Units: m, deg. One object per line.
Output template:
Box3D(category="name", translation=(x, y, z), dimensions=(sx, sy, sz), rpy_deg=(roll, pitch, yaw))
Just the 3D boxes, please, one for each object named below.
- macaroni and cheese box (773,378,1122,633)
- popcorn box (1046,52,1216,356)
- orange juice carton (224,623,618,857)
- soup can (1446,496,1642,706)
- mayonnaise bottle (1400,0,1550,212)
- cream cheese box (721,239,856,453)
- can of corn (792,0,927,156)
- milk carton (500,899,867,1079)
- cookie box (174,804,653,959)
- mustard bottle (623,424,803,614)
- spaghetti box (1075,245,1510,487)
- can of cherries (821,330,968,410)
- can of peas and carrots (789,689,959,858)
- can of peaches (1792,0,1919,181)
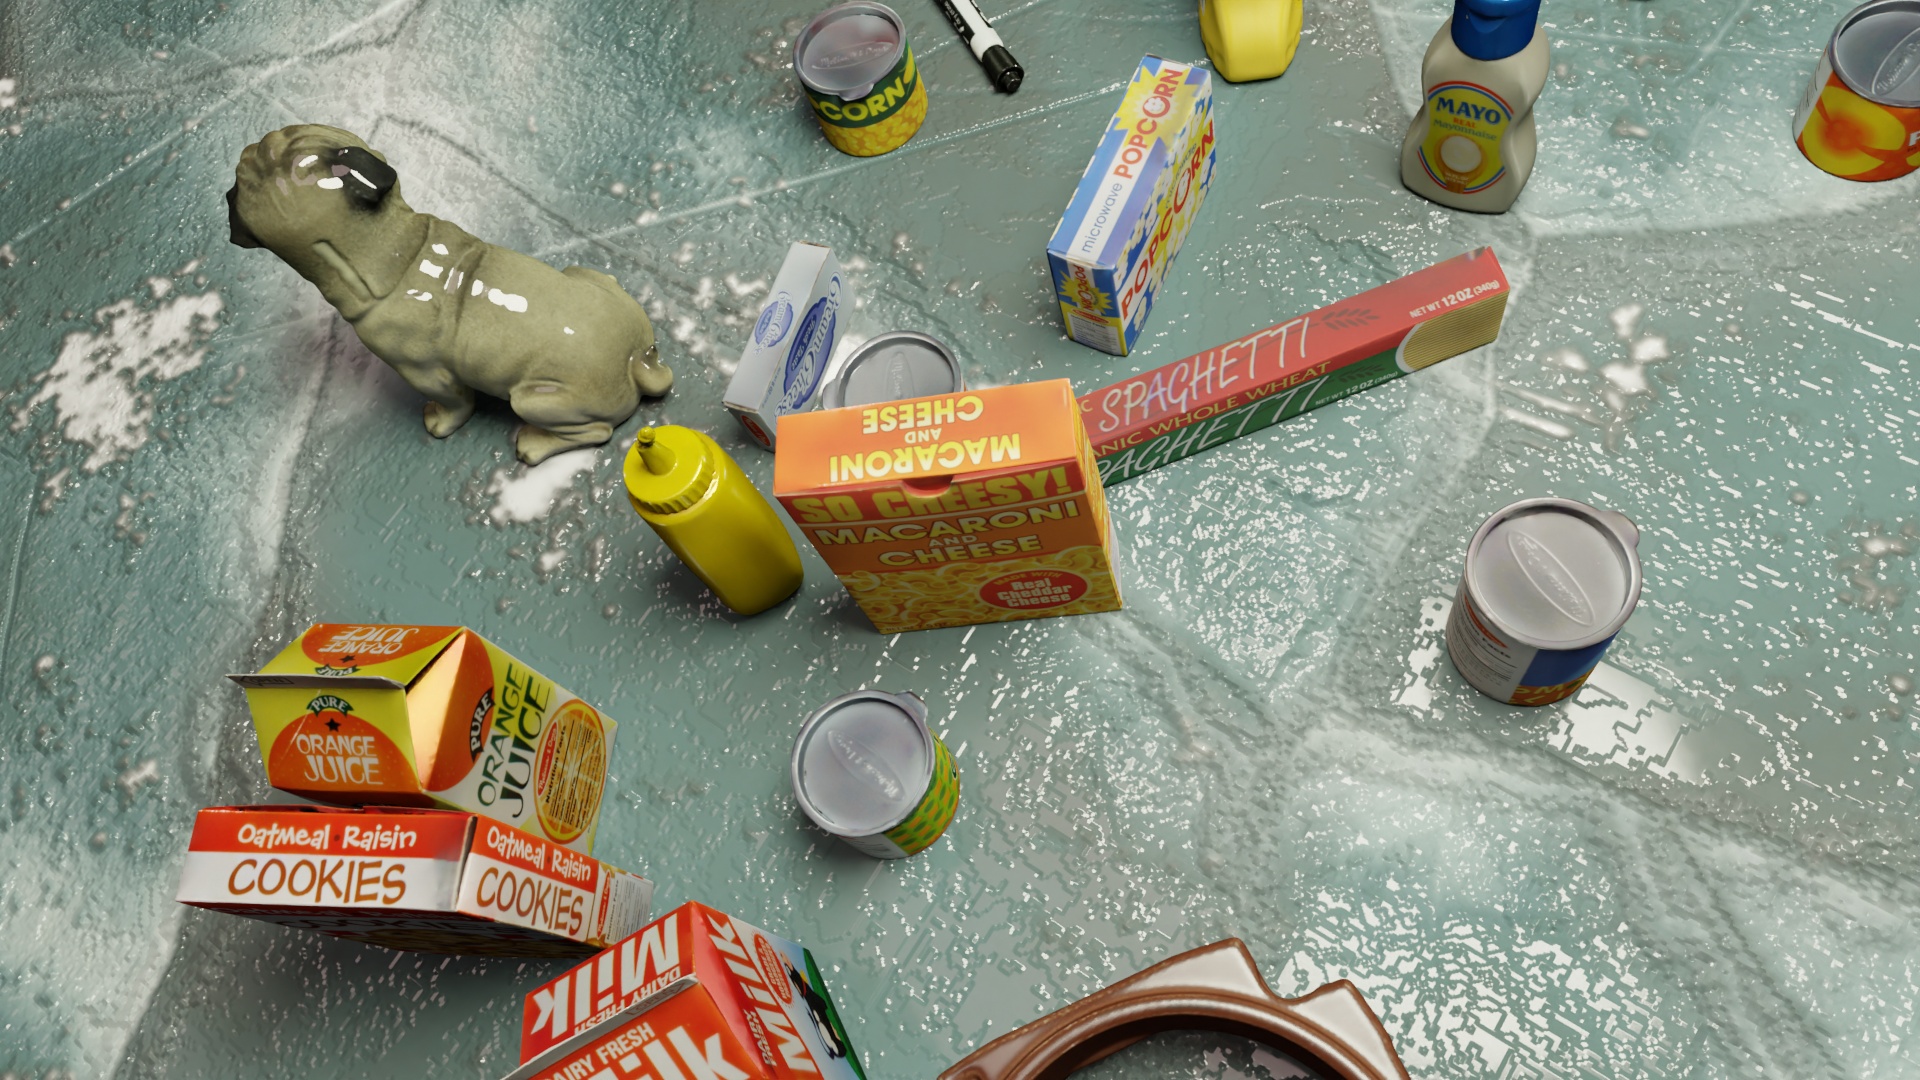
Box3D(category="macaroni and cheese box", translation=(0.002, -0.008, 0.617), dimensions=(0.124, 0.166, 0.040), rpy_deg=(-7, 66, 10))
Box3D(category="popcorn box", translation=(0.090, -0.170, 0.714), dimensions=(0.038, 0.085, 0.127), rpy_deg=(20, 73, 20))
Box3D(category="orange juice carton", translation=(-0.230, 0.088, 0.614), dimensions=(0.072, 0.192, 0.073), rpy_deg=(0, 67, 13))
Box3D(category="soup can", translation=(0.248, 0.027, 0.592), dimensions=(0.071, 0.083, 0.071), rpy_deg=(-5, 66, 11))
Box3D(category="mayonnaise bottle", translation=(0.248, -0.218, 0.664), dimensions=(0.065, 0.147, 0.041), rpy_deg=(23, 74, 21))
Box3D(category="cream cheese box", translation=(-0.090, -0.103, 0.743), dimensions=(0.024, 0.053, 0.104), rpy_deg=(14, 71, 18))
Box3D(category="can of corn", translation=(-0.056, -0.264, 0.804), dimensions=(0.071, 0.058, 0.071), rpy_deg=(-5, 66, 11))
Box3D(category="milk carton", translation=(-0.102, 0.196, 0.538), dimensions=(0.072, 0.190, 0.073), rpy_deg=(-30, 64, -1))
Box3D(category="cookie box", translation=(-0.224, 0.150, 0.599), dimensions=(0.123, 0.167, 0.040), rpy_deg=(-2, 67, 12))
Box3D(category="mustard bottle", translation=(-0.121, -0.016, 0.653), dimensions=(0.049, 0.159, 0.065), rpy_deg=(-34, 64, -3))
Box3D(category="spaghetti box", translation=(0.142, -0.077, 0.680), dimensions=(0.250, 0.050, 0.029), rpy_deg=(-21, 64, 3))
Box3D(category="can of cherries", translation=(-0.028, -0.064, 0.709), dimensions=(0.071, 0.058, 0.072), rpy_deg=(-5, 66, 11))
Box3D(category="can of peas and carrots", translation=(-0.036, 0.106, 0.636), dimensions=(0.071, 0.058, 0.071), rpy_deg=(-5, 66, 11))
Box3D(category="can of peaches", translation=(0.447, -0.215, 0.667), dimensions=(0.071, 0.058, 0.071), rpy_deg=(-5, 66, 11))
